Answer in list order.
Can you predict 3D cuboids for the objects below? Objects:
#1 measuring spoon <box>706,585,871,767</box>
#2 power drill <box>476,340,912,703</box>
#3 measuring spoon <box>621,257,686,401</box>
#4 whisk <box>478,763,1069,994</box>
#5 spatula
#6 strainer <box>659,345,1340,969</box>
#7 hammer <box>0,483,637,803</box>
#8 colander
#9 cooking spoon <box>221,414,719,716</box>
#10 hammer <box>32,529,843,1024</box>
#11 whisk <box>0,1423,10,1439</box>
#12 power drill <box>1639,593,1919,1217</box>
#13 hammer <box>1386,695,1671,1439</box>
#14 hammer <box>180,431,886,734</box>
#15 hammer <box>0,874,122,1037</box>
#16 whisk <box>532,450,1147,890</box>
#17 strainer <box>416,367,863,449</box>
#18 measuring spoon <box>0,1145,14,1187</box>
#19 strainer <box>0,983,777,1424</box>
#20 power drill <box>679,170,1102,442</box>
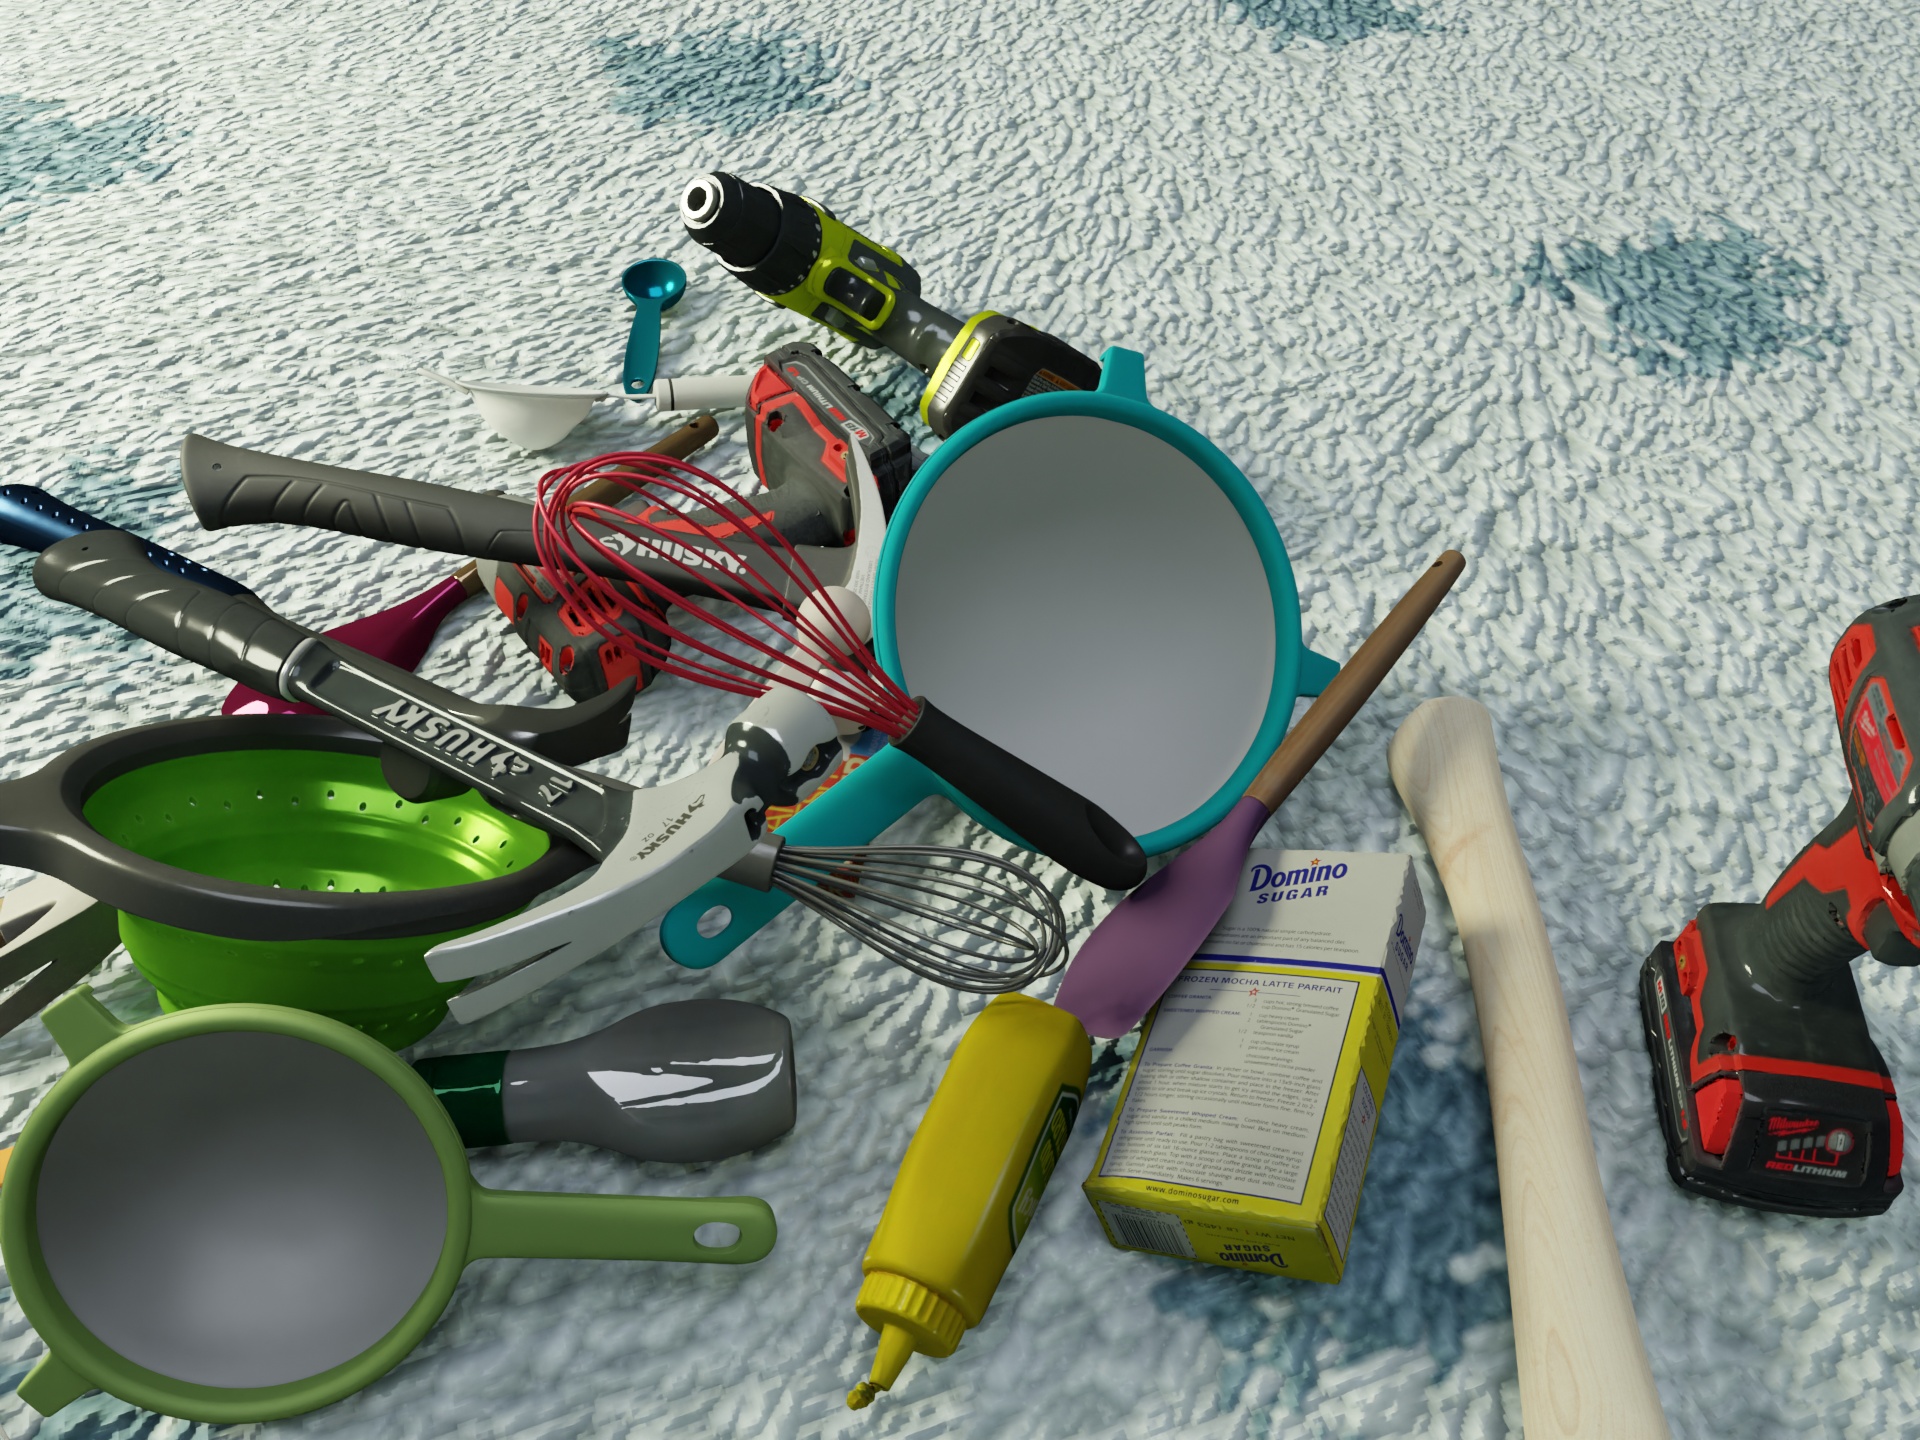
[{"bbox_3d":[-0.080,-0.012,0.709,0.034,0.018,0.124,31,69,4],"label":"measuring spoon"},{"bbox_3d":[-0.144,-0.108,0.838,0.219,0.078,0.143,-31,59,-22],"label":"power drill"},{"bbox_3d":[-0.198,-0.244,1.010,0.042,0.021,0.129,1,56,-1],"label":"measuring spoon"},{"bbox_3d":[-0.073,0.054,0.611,0.239,0.055,0.055,16,48,2],"label":"whisk"},{"bbox_3d":[0.142,0.022,0.700,0.316,0.018,0.060,-46,28,-27],"label":"spatula"},{"bbox_3d":[-0.001,-0.002,0.720,0.340,0.095,0.211,-38,99,-19],"label":"strainer"},{"bbox_3d":[-0.332,-0.049,0.761,0.406,0.035,0.144,20,17,28],"label":"hammer"},{"bbox_3d":[-0.320,0.071,0.582,0.397,0.094,0.205,1,18,-37],"label":"colander"},{"bbox_3d":[-0.249,-0.085,0.855,0.069,0.017,0.319,33,55,26],"label":"cooking spoon"},{"bbox_3d":[-0.242,-0.010,0.603,0.409,0.036,0.149,20,47,33],"label":"hammer"},{"bbox_3d":[-0.365,0.213,0.551,0.070,0.070,0.285,-25,47,-22],"label":"whisk"},{"bbox_3d":[0.322,0.092,0.558,0.080,0.226,0.188,7,47,5],"label":"power drill"},{"bbox_3d":[0.233,0.139,0.622,0.146,0.038,0.411,-12,42,17],"label":"hammer"},{"bbox_3d":[-0.196,-0.092,0.752,0.334,0.035,0.146,10,67,-5],"label":"hammer"},{"bbox_3d":[-0.494,0.127,0.626,0.331,0.031,0.130,-22,28,-15],"label":"hammer"},{"bbox_3d":[-0.036,-0.011,0.624,0.295,0.073,0.073,34,43,-22],"label":"whisk"},{"bbox_3d":[-0.183,-0.189,0.939,0.258,0.050,0.087,-6,16,-14],"label":"strainer"},{"bbox_3d":[-0.349,0.162,0.596,0.117,0.011,0.021,-9,35,-44],"label":"measuring spoon"},{"bbox_3d":[-0.196,0.169,0.575,0.256,0.151,0.069,6,9,-13],"label":"strainer"},{"bbox_3d":[-0.038,-0.227,0.897,0.229,0.080,0.190,39,15,25],"label":"power drill"}]
